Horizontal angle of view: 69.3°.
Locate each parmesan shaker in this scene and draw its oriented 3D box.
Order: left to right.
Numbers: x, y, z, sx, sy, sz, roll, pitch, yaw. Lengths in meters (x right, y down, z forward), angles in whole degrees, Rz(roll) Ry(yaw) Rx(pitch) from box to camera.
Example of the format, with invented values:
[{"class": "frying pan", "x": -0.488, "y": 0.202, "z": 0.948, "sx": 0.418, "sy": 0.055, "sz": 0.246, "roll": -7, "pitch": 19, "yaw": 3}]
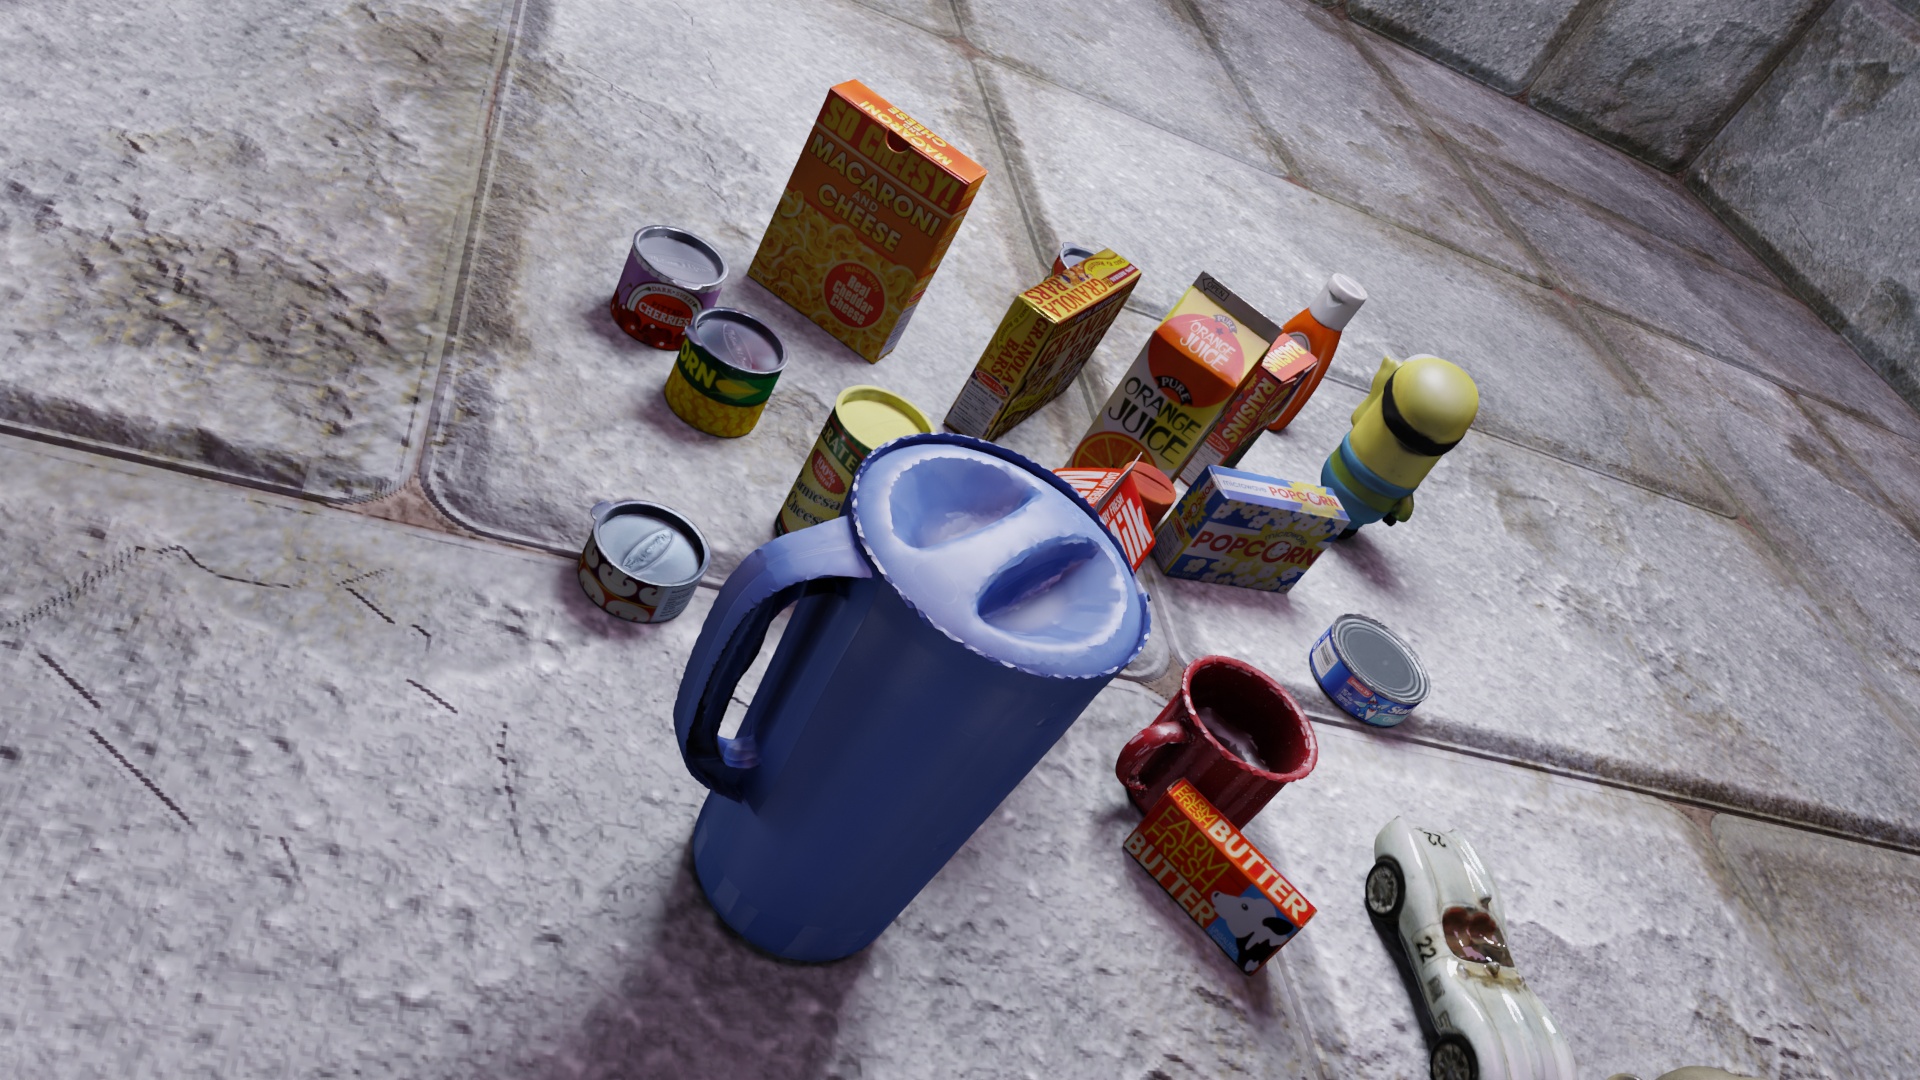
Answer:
[{"class": "parmesan shaker", "x": -0.063, "y": -0.033, "z": 0.846, "sx": 0.071, "sy": 0.102, "sz": 0.072, "roll": 21, "pitch": 37, "yaw": -16}]

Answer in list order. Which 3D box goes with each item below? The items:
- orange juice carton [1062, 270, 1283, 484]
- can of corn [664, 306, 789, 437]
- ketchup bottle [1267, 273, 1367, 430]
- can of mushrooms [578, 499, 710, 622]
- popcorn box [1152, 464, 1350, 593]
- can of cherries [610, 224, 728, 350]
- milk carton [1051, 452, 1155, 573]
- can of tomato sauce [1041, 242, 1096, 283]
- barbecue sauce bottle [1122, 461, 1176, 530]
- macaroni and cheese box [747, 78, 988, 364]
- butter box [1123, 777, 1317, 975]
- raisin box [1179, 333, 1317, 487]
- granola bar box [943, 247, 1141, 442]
[{"class": "orange juice carton", "x": 0.154, "y": -0.101, "z": 1.016, "sx": 0.072, "sy": 0.191, "sz": 0.073, "roll": 38, "pitch": 35, "yaw": 8}, {"class": "can of corn", "x": -0.156, "y": -0.110, "z": 0.908, "sx": 0.071, "sy": 0.058, "sz": 0.071, "roll": 21, "pitch": 37, "yaw": -16}, {"class": "ketchup bottle", "x": 0.309, "y": -0.172, "z": 1.256, "sx": 0.065, "sy": 0.148, "sz": 0.044, "roll": 46, "pitch": 37, "yaw": 19}, {"class": "can of mushrooms", "x": -0.177, "y": 0.010, "z": 0.769, "sx": 0.071, "sy": 0.033, "sz": 0.071, "roll": 21, "pitch": 37, "yaw": -16}, {"class": "popcorn box", "x": 0.217, "y": -0.007, "z": 1.043, "sx": 0.127, "sy": 0.084, "sz": 0.038, "roll": 8, "pitch": 42, "yaw": -30}, {"class": "can of cherries", "x": -0.200, "y": -0.171, "z": 0.948, "sx": 0.071, "sy": 0.058, "sz": 0.072, "roll": 21, "pitch": 37, "yaw": -16}, {"class": "milk carton", "x": 0.043, "y": 0.032, "z": 0.774, "sx": 0.073, "sy": 0.189, "sz": 0.073, "roll": 37, "pitch": 35, "yaw": 6}, {"class": "can of tomato sauce", "x": 0.093, "y": -0.199, "z": 1.181, "sx": 0.071, "sy": 0.082, "sz": 0.071, "roll": 21, "pitch": 37, "yaw": -16}, {"class": "barbecue sauce bottle", "x": 0.080, "y": 0.016, "z": 0.857, "sx": 0.065, "sy": 0.147, "sz": 0.044, "roll": 29, "pitch": 35, "yaw": -5}, {"class": "macaroni and cheese box", "x": -0.071, "y": -0.233, "z": 1.025, "sx": 0.124, "sy": 0.165, "sz": 0.040, "roll": 36, "pitch": 35, "yaw": 5}, {"class": "butter box", "x": 0.144, "y": 0.188, "z": 0.781, "sx": 0.103, "sy": 0.052, "sz": 0.024, "roll": 45, "pitch": 37, "yaw": 18}, {"class": "raisin box", "x": 0.230, "y": -0.104, "z": 1.136, "sx": 0.040, "sy": 0.122, "sz": 0.086, "roll": 42, "pitch": 36, "yaw": 14}, {"class": "granola bar box", "x": 0.066, "y": -0.149, "z": 1.066, "sx": 0.039, "sy": 0.123, "sz": 0.166, "roll": 39, "pitch": 36, "yaw": 9}]
